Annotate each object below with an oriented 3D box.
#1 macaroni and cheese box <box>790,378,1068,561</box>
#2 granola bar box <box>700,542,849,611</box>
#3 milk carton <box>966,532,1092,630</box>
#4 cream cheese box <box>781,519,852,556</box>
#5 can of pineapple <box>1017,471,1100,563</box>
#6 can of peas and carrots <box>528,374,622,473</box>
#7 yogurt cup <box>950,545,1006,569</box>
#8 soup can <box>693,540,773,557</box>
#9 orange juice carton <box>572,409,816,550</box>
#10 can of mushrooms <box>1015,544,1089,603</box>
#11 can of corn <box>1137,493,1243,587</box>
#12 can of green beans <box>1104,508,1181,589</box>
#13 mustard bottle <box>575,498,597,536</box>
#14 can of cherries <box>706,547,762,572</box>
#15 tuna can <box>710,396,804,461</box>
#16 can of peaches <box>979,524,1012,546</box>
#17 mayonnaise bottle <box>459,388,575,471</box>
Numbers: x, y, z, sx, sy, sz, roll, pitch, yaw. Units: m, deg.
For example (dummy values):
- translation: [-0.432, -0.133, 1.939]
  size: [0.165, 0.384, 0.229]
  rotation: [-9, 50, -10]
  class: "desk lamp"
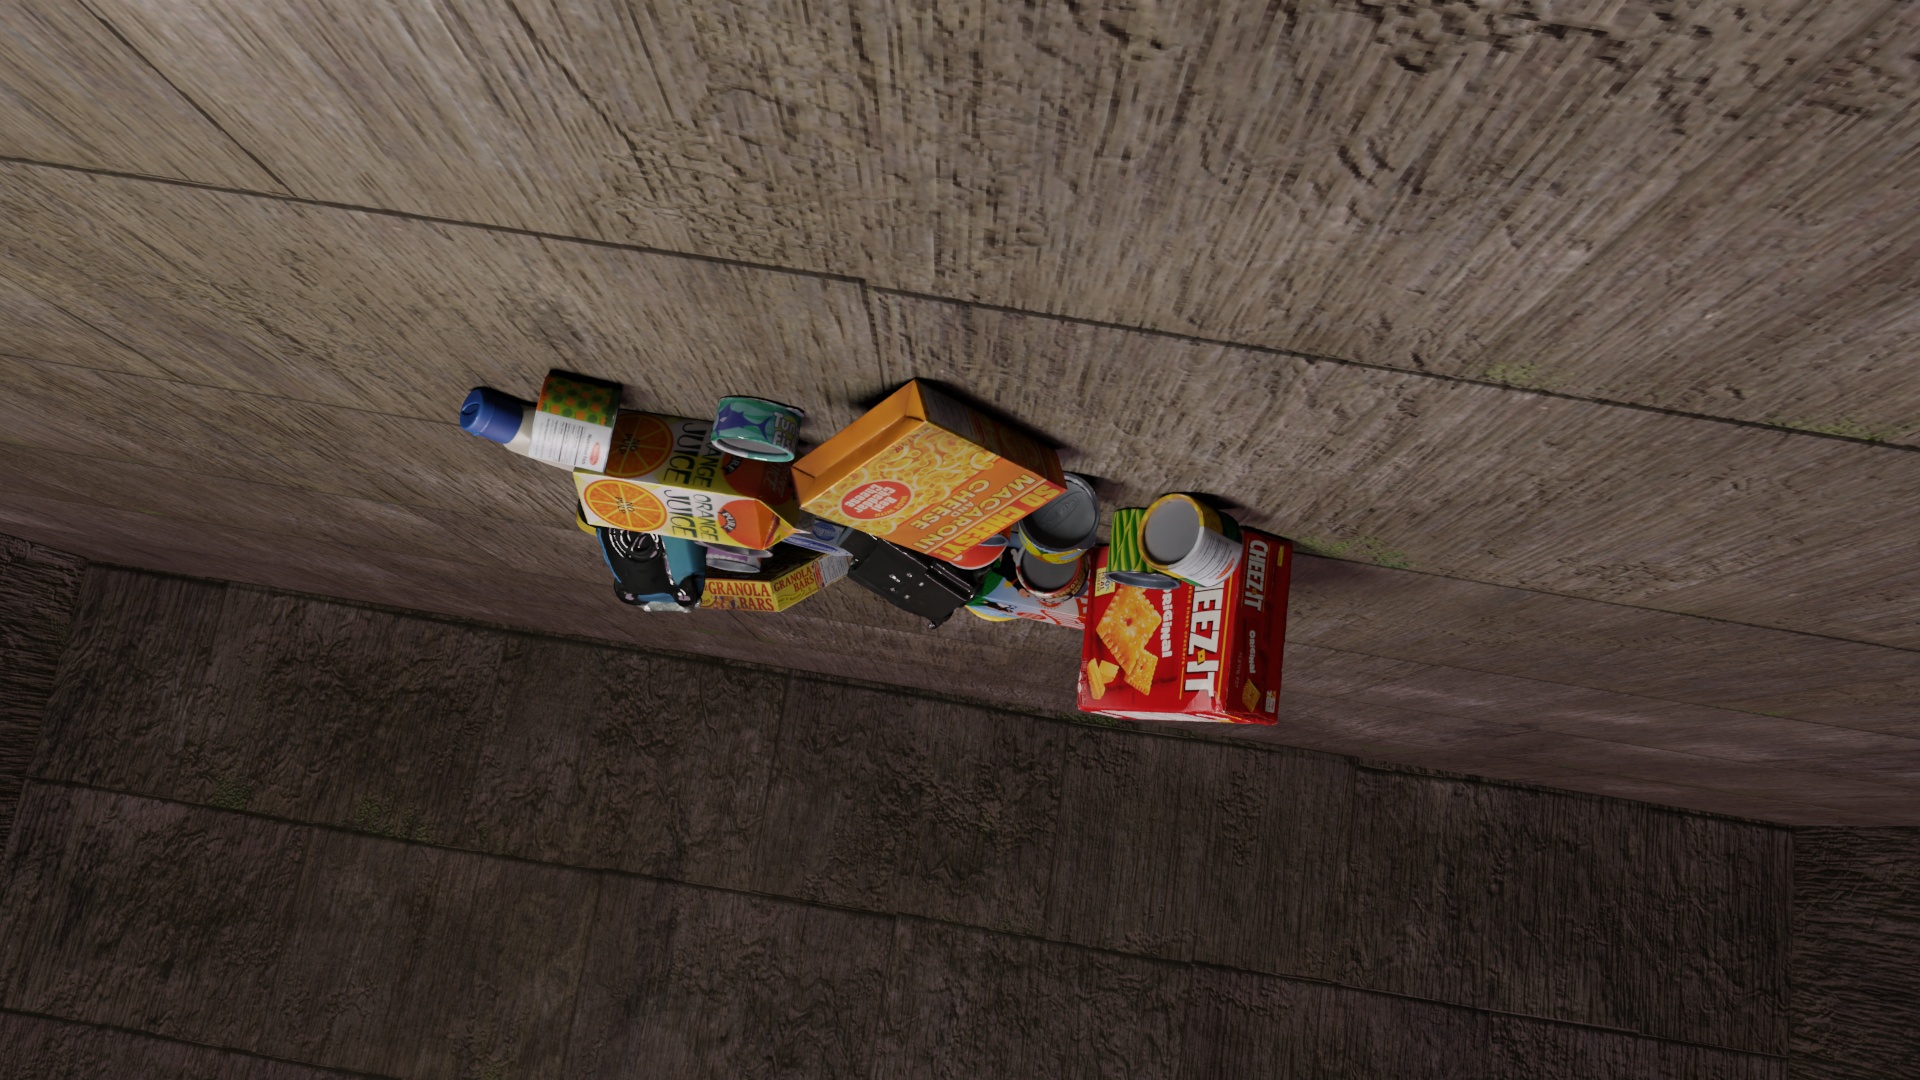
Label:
- translation: [-0.020, -0.046, 1.011]
  size: [0.123, 0.040, 0.166]
  rotation: [-32, 148, 28]
  class: "macaroni and cheese box"
- translation: [-0.226, 0.039, 1.568]
  size: [0.165, 0.039, 0.125]
  rotation: [0, -161, 38]
  class: "granola bar box"
- translation: [0.096, 0.044, 1.402]
  size: [0.191, 0.072, 0.073]
  rotation: [12, 168, -13]
  class: "milk carton"
- translation: [-0.158, -0.007, 1.474]
  size: [0.104, 0.024, 0.053]
  rotation: [17, 167, -34]
  class: "cream cheese box"
- translation: [0.080, -0.016, 1.128]
  size: [0.071, 0.071, 0.057]
  rotation: [8, 169, 4]
  class: "can of pineapple"
- translation: [-0.295, -0.091, 1.067]
  size: [0.059, 0.071, 0.071]
  rotation: [13, 168, -15]
  class: "can of peas and carrots"
- translation: [0.004, -0.015, 1.210]
  size: [0.072, 0.072, 0.054]
  rotation: [4, 159, 24]
  class: "yogurt cup"
- translation: [-0.192, -0.034, 1.216]
  size: [0.071, 0.084, 0.071]
  rotation: [9, 168, 2]
  class: "soup can"
- translation: [-0.208, -0.048, 1.134]
  size: [0.193, 0.072, 0.072]
  rotation: [8, 144, 4]
  class: "orange juice carton"
- translation: [0.089, 0.026, 1.329]
  size: [0.071, 0.071, 0.033]
  rotation: [5, 166, 19]
  class: "can of mushrooms"
- translation: [0.185, -0.001, 1.132]
  size: [0.071, 0.071, 0.058]
  rotation: [-2, 163, 44]
  class: "can of corn"
- translation: [0.162, 0.008, 1.208]
  size: [0.071, 0.058, 0.071]
  rotation: [9, 168, 2]
  class: "can of green beans"
- translation: [-0.363, -0.018, 1.519]
  size: [0.065, 0.049, 0.160]
  rotation: [7, 169, 11]
  class: "mustard bottle"
- translation: [-0.245, -0.001, 1.485]
  size: [0.071, 0.058, 0.071]
  rotation: [9, 169, 2]
  class: "can of cherries"
- translation: [-0.154, -0.084, 1.064]
  size: [0.071, 0.033, 0.071]
  rotation: [9, 169, 2]
  class: "tuna can"
- translation: [0.013, -0.031, 1.134]
  size: [0.071, 0.058, 0.071]
  rotation: [9, 168, 2]
  class: "can of peaches"
- translation: [-0.350, -0.088, 1.183]
  size: [0.064, 0.041, 0.148]
  rotation: [-6, 160, 43]
  class: "mayonnaise bottle"
